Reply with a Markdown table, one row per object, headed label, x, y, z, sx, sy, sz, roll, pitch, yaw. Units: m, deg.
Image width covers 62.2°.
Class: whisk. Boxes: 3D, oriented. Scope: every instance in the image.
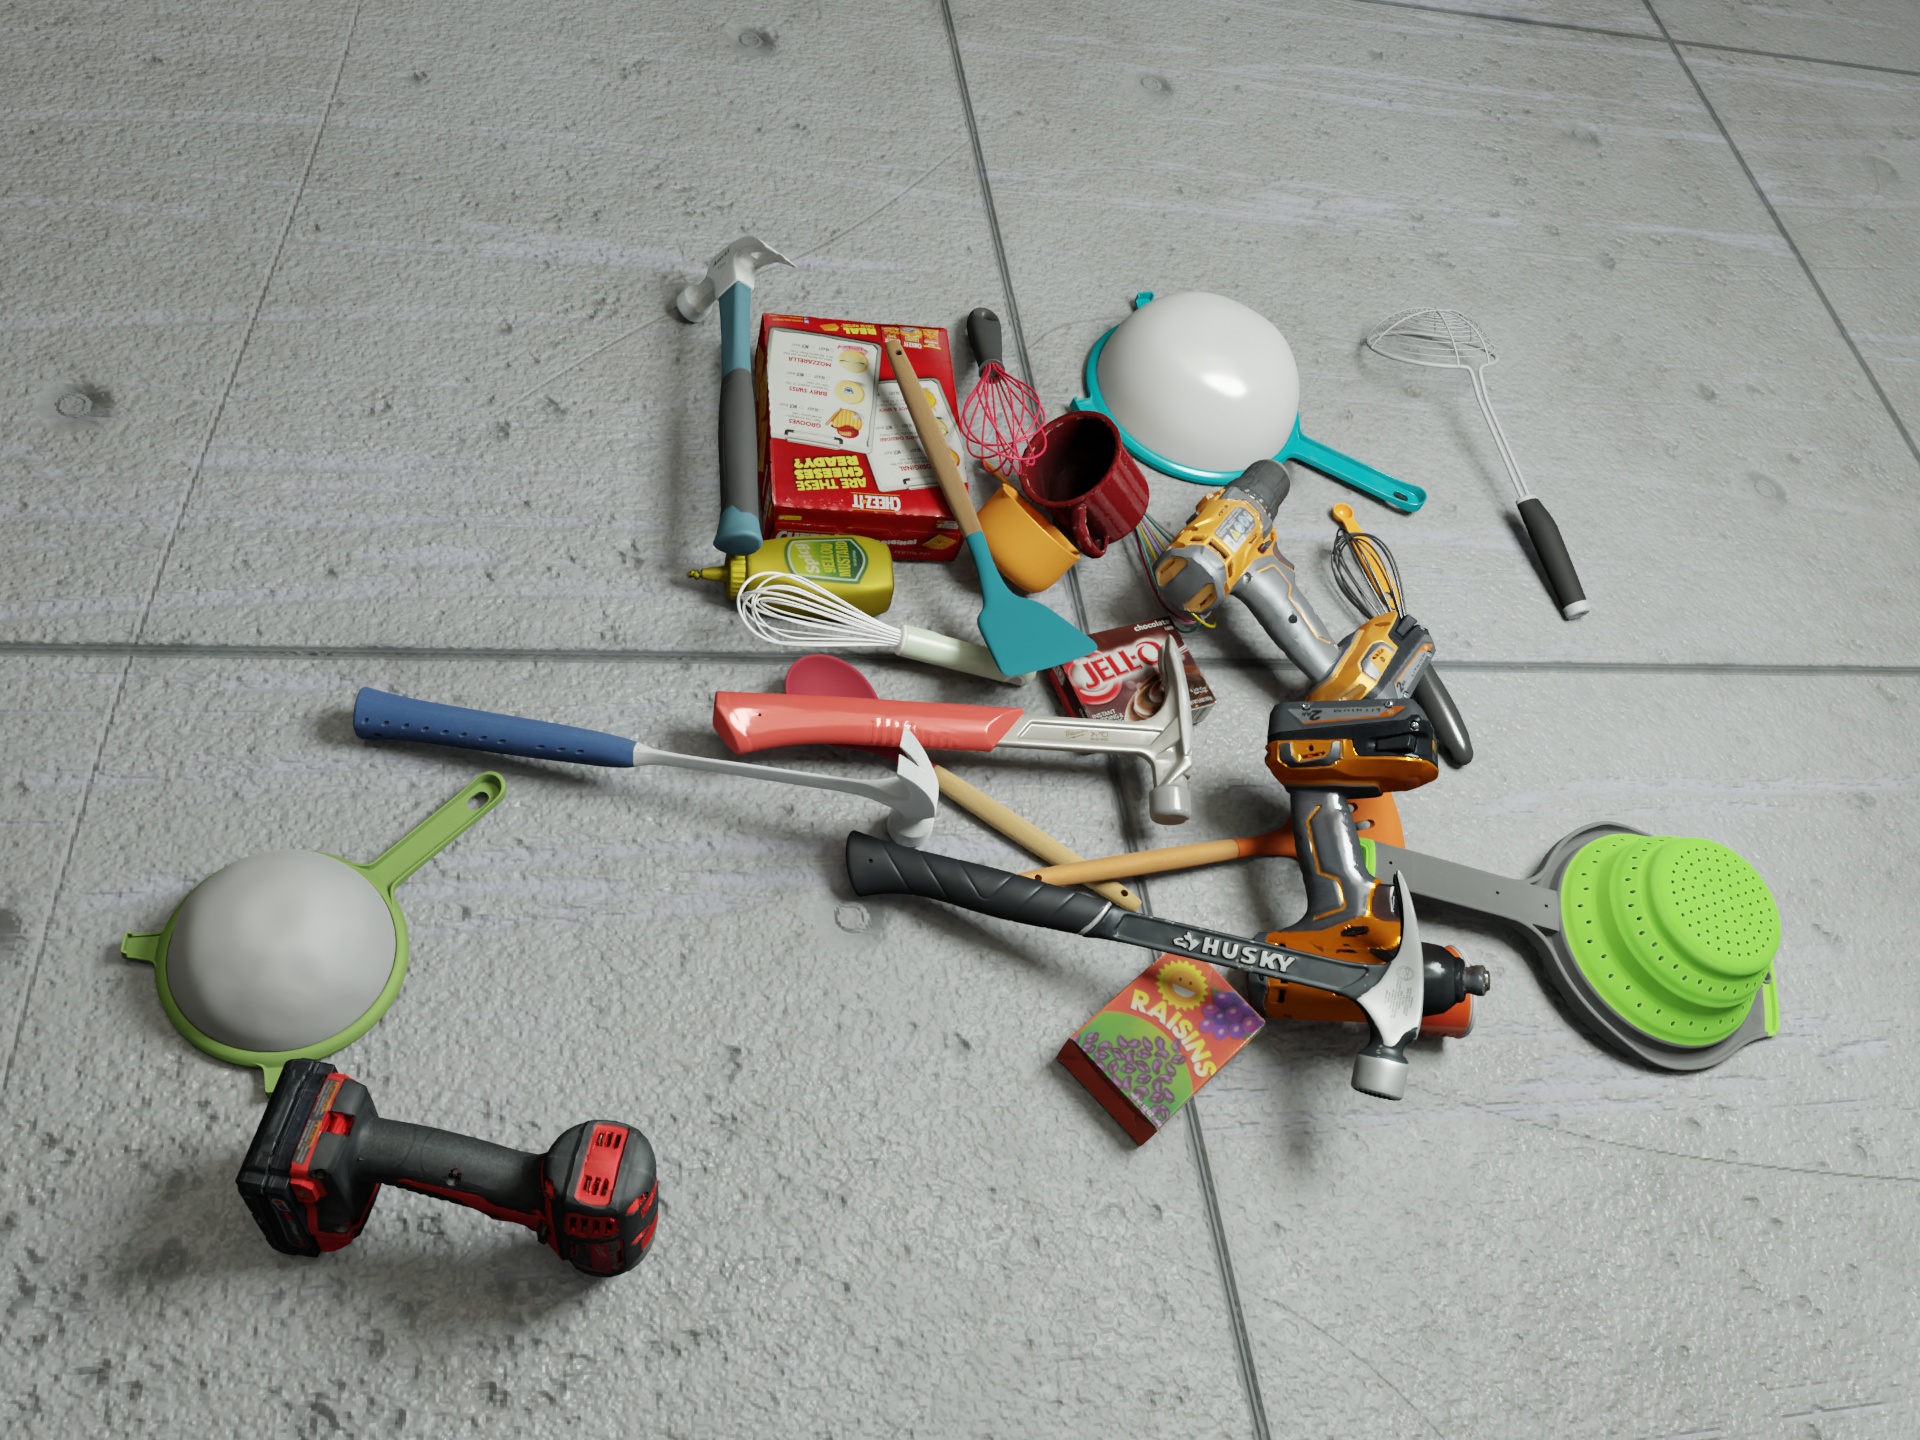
| label | x | y | z | sx | sy | sz | roll | pitch | yaw |
| --- | --- | --- | --- | --- | --- | --- | --- | --- | --- |
| whisk | -0.054 | -0.065 | 1.229 | 0.246 | 0.058 | 0.059 | 14 | 66 | -19 |
| whisk | 0.379 | -0.066 | 1.365 | 0.055 | 0.055 | 0.239 | -12 | 66 | -22 |
| whisk | 0.158 | -0.169 | 1.375 | 0.047 | 0.051 | 0.245 | -9 | 55 | -26 |
| whisk | 0.029 | -0.292 | 1.371 | 0.073 | 0.073 | 0.296 | 8 | 35 | -10 |

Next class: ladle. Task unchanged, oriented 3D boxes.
| label | x | y | z | sx | sy | sz | roll | pitch | yaw |
| --- | --- | --- | --- | --- | --- | --- | --- | --- | --- |
| ladle | 0.001 | 0.052 | 1.192 | 0.315 | 0.031 | 0.069 | 33 | 59 | 6 |

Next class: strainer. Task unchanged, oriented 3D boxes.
| label | x | y | z | sx | sy | sz | roll | pitch | yaw |
| --- | --- | --- | --- | --- | --- | --- | --- | --- | --- |
| strainer | 0.284 | -0.296 | 1.457 | 0.340 | 0.095 | 0.211 | 27 | 54 | 5 |
| strainer | -0.393 | 0.104 | 1.022 | 0.151 | 0.069 | 0.256 | 39 | 58 | 11 |

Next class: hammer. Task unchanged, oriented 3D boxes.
| label | x | y | z | sx | sy | sz | roll | pitch | yaw |
| --- | --- | --- | --- | --- | --- | --- | --- | --- | --- |
| hammer | -0.182 | -0.266 | 1.289 | 0.033 | 0.128 | 0.331 | 25 | 45 | -39 |
| hammer | -0.215 | 0.022 | 1.104 | 0.405 | 0.144 | 0.035 | 9 | 65 | -2 |
| hammer | -0.002 | -0.004 | 1.182 | 0.359 | 0.036 | 0.149 | 4 | 66 | -11 |
| hammer | 0.114 | 0.136 | 1.096 | 0.409 | 0.036 | 0.149 | 13 | 80 | 12 |

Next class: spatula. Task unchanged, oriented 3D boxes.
| label | x | y | z | sx | sy | sz | roll | pitch | yaw |
| --- | --- | --- | --- | --- | --- | --- | --- | --- | --- |
| spatula | 0.189 | 0.097 | 1.194 | 0.322 | 0.041 | 0.081 | -6 | 78 | -24 |
| spatula | 0.006 | -0.173 | 1.247 | 0.082 | 0.044 | 0.318 | -17 | 73 | -21 |

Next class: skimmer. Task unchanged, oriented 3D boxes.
| label | x | y | z | sx | sy | sz | roll | pitch | yaw |
| --- | --- | --- | --- | --- | --- | --- | --- | --- | --- |
| skimmer | 0.502 | -0.249 | 1.527 | 0.127 | 0.090 | 0.363 | -9 | 70 | -24 |

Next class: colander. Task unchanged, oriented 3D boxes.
| label | x | y | z | sx | sy | sz | roll | pitch | yaw |
| --- | --- | --- | --- | --- | --- | --- | --- | --- | --- |
| colander | 0.475 | 0.135 | 1.205 | 0.397 | 0.094 | 0.205 | 16 | 58 | -10 |

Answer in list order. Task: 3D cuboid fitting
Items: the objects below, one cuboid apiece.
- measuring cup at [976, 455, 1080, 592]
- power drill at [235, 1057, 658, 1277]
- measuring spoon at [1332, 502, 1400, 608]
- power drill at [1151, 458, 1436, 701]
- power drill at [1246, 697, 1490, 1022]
| label | x | y | z | sx | sy | sz | roll | pitch | yaw |
| --- | --- | --- | --- | --- | --- | --- | --- | --- | --- |
| measuring cup | 0.035 | -0.168 | 1.332 | 0.095 | 0.052 | 0.174 | 34 | 14 | -37 |
| power drill | -0.281 | 0.268 | 0.910 | 0.219 | 0.143 | 0.079 | 10 | 51 | -1 |
| measuring spoon | 0.365 | -0.147 | 1.435 | 0.021 | 0.011 | 0.117 | -13 | 65 | -21 |
| power drill | 0.281 | -0.106 | 1.312 | 0.226 | 0.084 | 0.185 | 42 | 50 | -2 |
| power drill | 0.293 | 0.103 | 1.138 | 0.164 | 0.084 | 0.227 | -2 | 73 | 24 |
